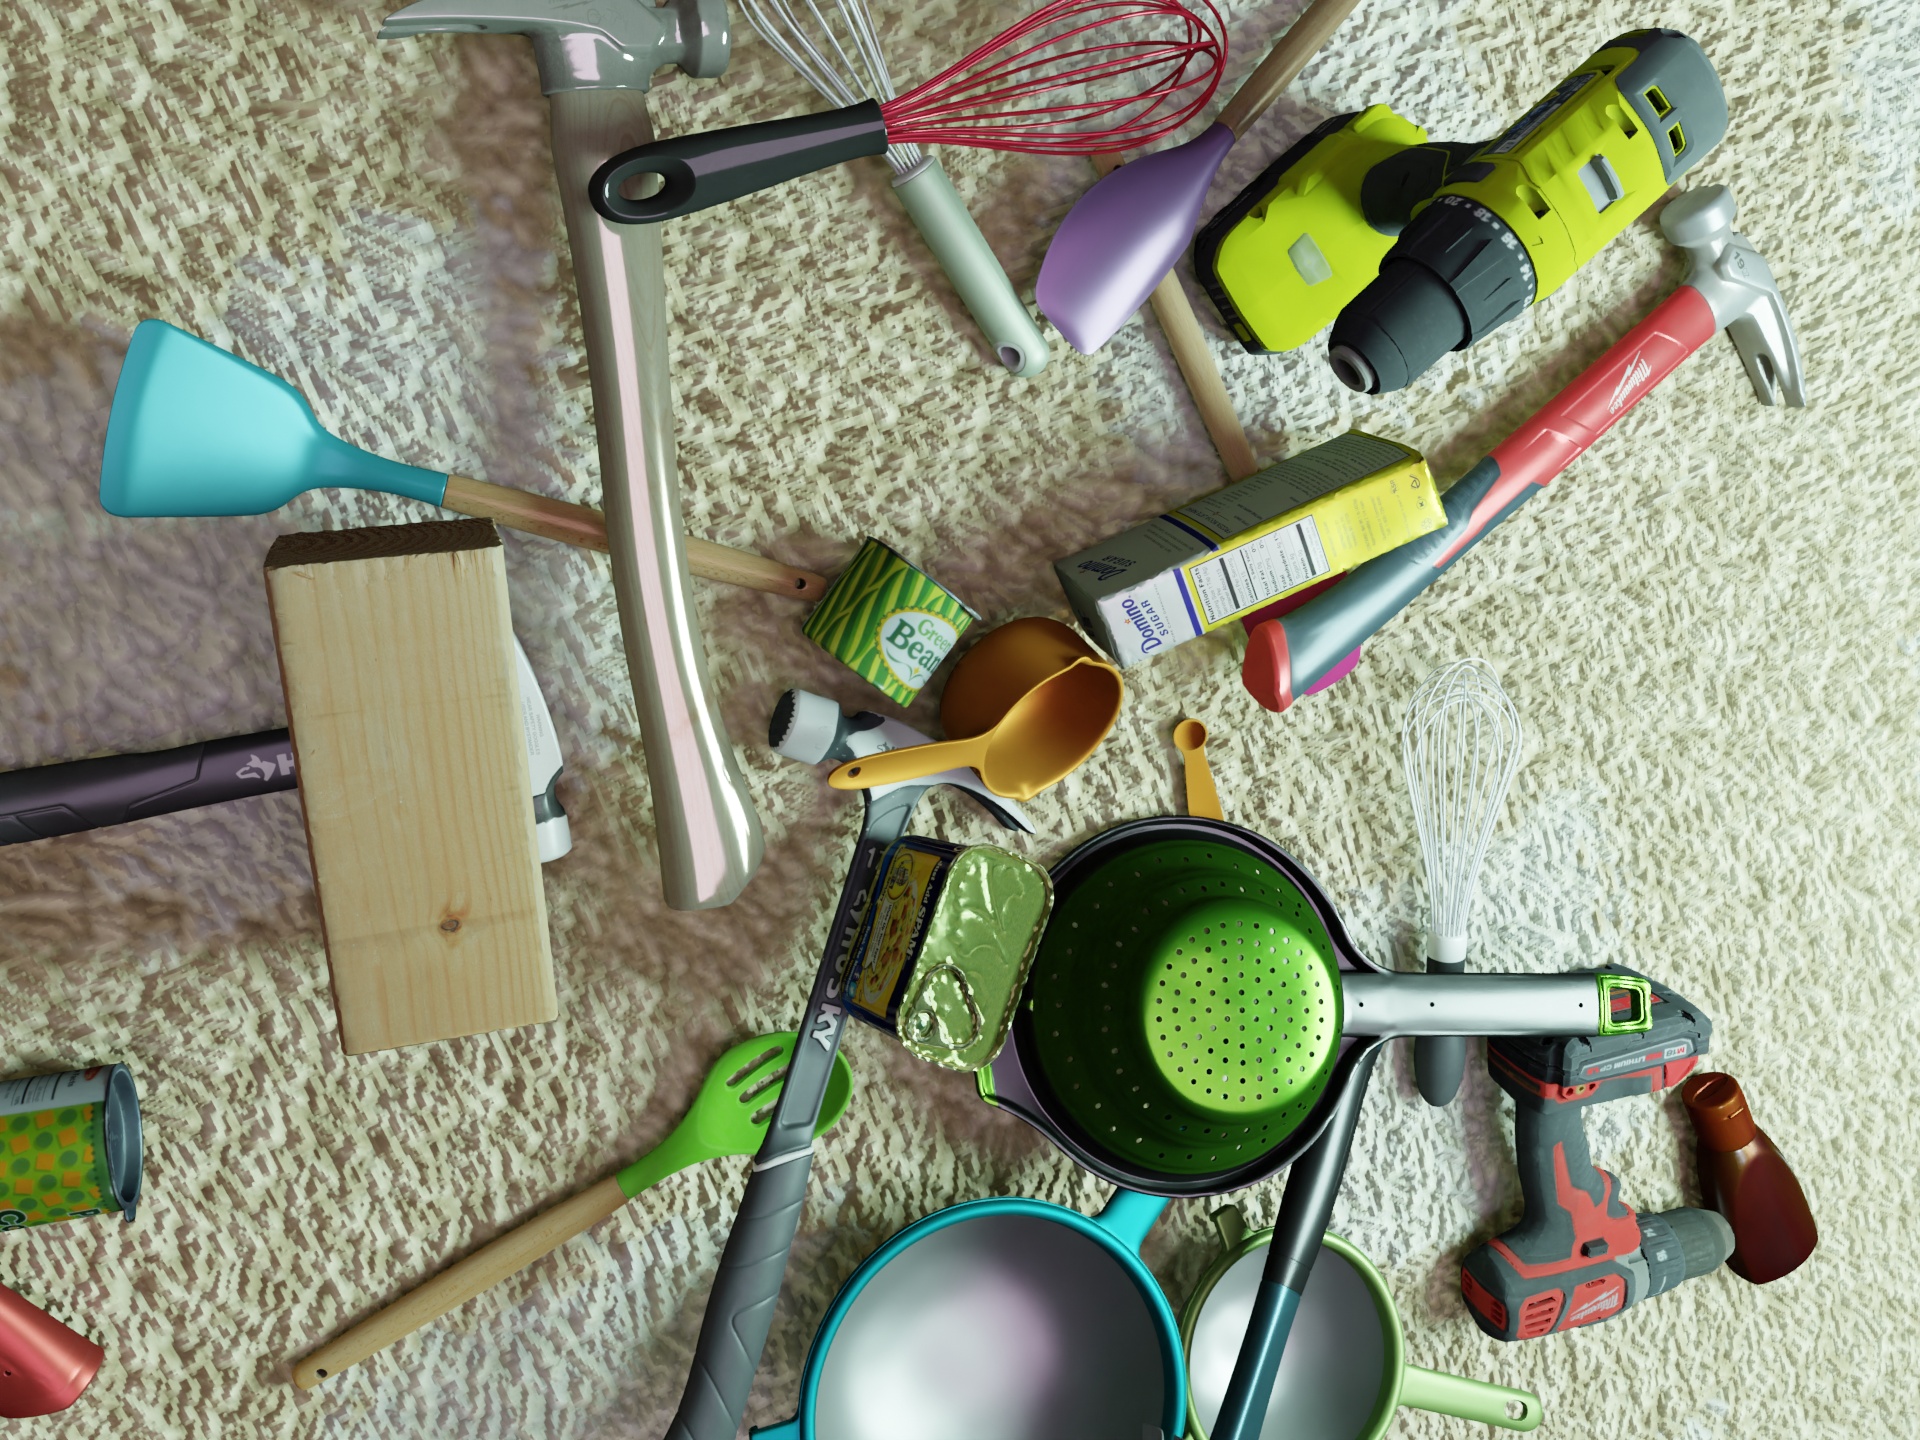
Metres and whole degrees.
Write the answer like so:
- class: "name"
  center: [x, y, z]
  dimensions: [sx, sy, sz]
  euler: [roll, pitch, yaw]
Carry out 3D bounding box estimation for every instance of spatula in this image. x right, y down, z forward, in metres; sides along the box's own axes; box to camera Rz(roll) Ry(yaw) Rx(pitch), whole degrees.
- class: "spatula"
  center: [0.145, -0.312, 0.791]
  dimensions: [0.059, 0.018, 0.316]
  euler: [44, 82, -24]
- class: "spatula"
  center: [-0.208, -0.095, 0.722]
  dimensions: [0.317, 0.044, 0.082]
  euler: [13, 94, -22]

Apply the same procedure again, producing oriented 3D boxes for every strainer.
- class: "strainer"
  center: [0.229, 0.388, 0.957]
  dimensions: [0.256, 0.069, 0.151]
  euler: [19, 76, -18]
- class: "strainer"
  center: [0.047, 0.312, 0.880]
  dimensions: [0.211, 0.095, 0.340]
  euler: [41, 74, -8]

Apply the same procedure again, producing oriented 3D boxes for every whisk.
- class: "whisk"
  center: [0.285, 0.101, 0.928]
  dimensions: [0.070, 0.070, 0.284]
  euler: [-7, 109, -17]
- class: "whisk"
  center: [-0.017, -0.263, 0.693]
  dimensions: [0.296, 0.073, 0.073]
  euler: [-18, 107, -10]
- class: "whisk"
  center: [-0.026, -0.264, 0.744]
  dimensions: [0.059, 0.058, 0.246]
  euler: [-52, 120, -30]

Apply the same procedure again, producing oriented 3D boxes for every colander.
- class: "colander"
  center: [0.208, 0.151, 0.840]
  dimensions: [0.397, 0.094, 0.204]
  euler: [2, 82, -12]

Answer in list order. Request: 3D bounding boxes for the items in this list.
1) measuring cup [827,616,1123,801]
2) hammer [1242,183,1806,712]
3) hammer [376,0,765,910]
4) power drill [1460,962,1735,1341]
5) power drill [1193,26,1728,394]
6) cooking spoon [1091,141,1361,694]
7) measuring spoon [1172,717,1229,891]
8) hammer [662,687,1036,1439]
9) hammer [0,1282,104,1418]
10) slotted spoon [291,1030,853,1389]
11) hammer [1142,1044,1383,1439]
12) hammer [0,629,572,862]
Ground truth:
- class: "measuring cup"
  center: [-0.001, -0.002, 0.779]
  dimensions: [0.173, 0.052, 0.095]
  euler: [-12, 137, -34]
- class: "hammer"
  center: [0.313, -0.125, 0.882]
  dimensions: [0.386, 0.038, 0.143]
  euler: [-40, 113, -9]
- class: "hammer"
  center: [-0.153, -0.112, 0.715]
  dimensions: [0.146, 0.038, 0.410]
  euler: [-10, 101, -23]
- class: "power drill"
  center: [0.409, 0.273, 0.997]
  dimensions: [0.188, 0.080, 0.226]
  euler: [-8, 107, -17]
- class: "power drill"
  center: [0.203, -0.221, 0.729]
  dimensions: [0.190, 0.229, 0.080]
  euler: [-42, 111, -5]
- class: "cooking spoon"
  center: [0.140, -0.152, 0.838]
  dimensions: [0.069, 0.017, 0.318]
  euler: [-32, 111, -9]
- class: "measuring spoon"
  center: [0.136, 0.051, 0.890]
  dimensions: [0.021, 0.011, 0.116]
  euler: [-15, 110, -4]
- class: "hammer"
  center: [-0.078, 0.199, 0.794]
  dimensions: [0.149, 0.036, 0.409]
  euler: [19, 83, -24]
- class: "hammer"
  center: [-0.523, 0.185, 0.686]
  dimensions: [0.149, 0.037, 0.358]
  euler: [-46, 111, -4]
- class: "slotted spoon"
  center: [-0.197, 0.251, 0.815]
  dimensions: [0.314, 0.031, 0.070]
  euler: [-30, 110, -8]
- class: "hammer"
  center: [0.183, 0.302, 0.884]
  dimensions: [0.128, 0.033, 0.331]
  euler: [41, 63, -38]
- class: "hammer"
  center: [-0.351, 0.021, 0.706]
  dimensions: [0.334, 0.035, 0.146]
  euler: [-11, 106, -16]
